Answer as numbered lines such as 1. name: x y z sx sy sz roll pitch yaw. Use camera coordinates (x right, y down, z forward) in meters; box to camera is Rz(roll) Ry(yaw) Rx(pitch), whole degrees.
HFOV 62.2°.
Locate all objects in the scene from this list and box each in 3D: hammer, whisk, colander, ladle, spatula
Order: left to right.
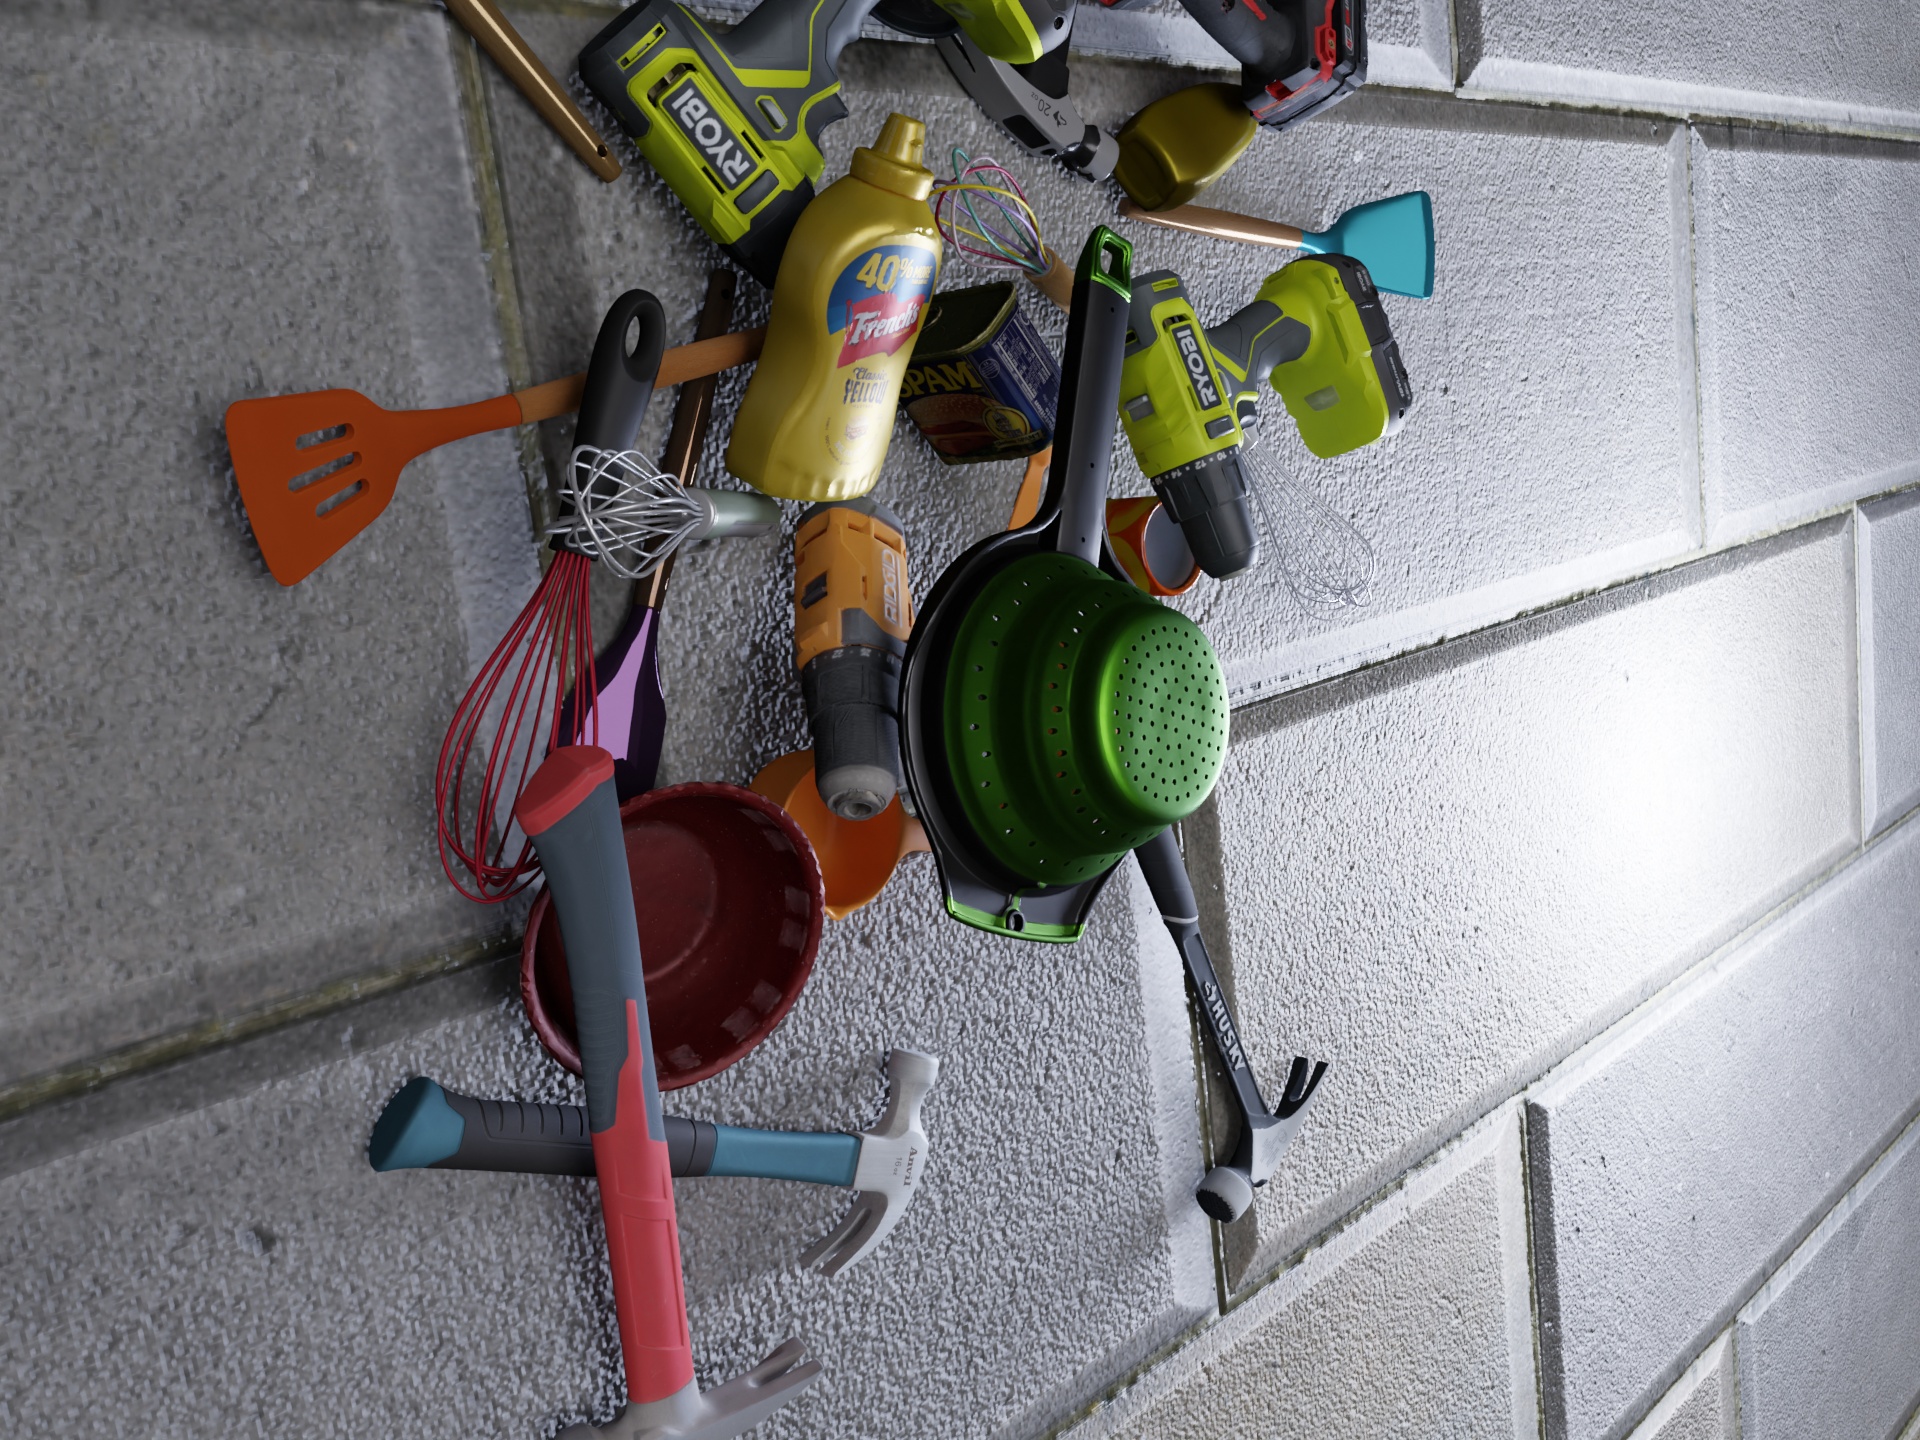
1. ladle: -0.259 -0.364 0.700 0.315 0.031 0.069 47 61 -36
2. whisk: -0.185 -0.059 0.742 0.073 0.073 0.296 16 87 -42
3. spatula: -0.186 -0.152 0.757 0.322 0.041 0.081 -25 122 -33
4. spatula: -0.157 -0.083 0.815 0.059 0.018 0.316 17 81 -32
5. hammer: -0.146 0.193 0.767 0.143 0.038 0.386 -16 113 -32
6. hammer: -0.146 0.223 0.835 0.330 0.033 0.128 18 79 -41
7. whisk: -0.128 -0.096 0.744 0.246 0.058 0.059 -33 101 -78
8. whisk: 0.035 -0.268 0.907 0.051 0.047 0.245 62 17 10
9. hammer: 0.071 -0.519 0.985 0.146 0.035 0.335 19 80 -42
10. colander: 0.083 -0.081 0.833 0.204 0.094 0.397 18 76 -43
11. hammer: 0.163 0.150 1.112 0.149 0.036 0.408 -38 117 -35
12. whisk: 0.215 -0.179 1.128 0.284 0.070 0.070 48 62 -28
13. spatula: 0.232 -0.352 1.137 0.317 0.044 0.082 -7 97 -41

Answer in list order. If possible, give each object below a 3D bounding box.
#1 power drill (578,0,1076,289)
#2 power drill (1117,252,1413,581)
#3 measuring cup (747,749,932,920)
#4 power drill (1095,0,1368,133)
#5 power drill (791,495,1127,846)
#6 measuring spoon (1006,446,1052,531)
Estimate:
1. power drill: -0.057 -0.335 0.811 0.223 0.080 0.171 -43 122 -2
2. power drill: 0.193 -0.205 1.032 0.228 0.080 0.190 -26 96 -38
3. measuring cup: -0.051 0.062 0.901 0.173 0.052 0.095 6 87 -47
4. power drill: 0.158 -0.477 0.991 0.219 0.078 0.143 17 68 -39
5. power drill: -0.001 -0.003 0.883 0.226 0.084 0.186 29 44 -39
6. measuring spoon: 0.041 -0.123 0.998 0.021 0.011 0.117 23 77 -41
